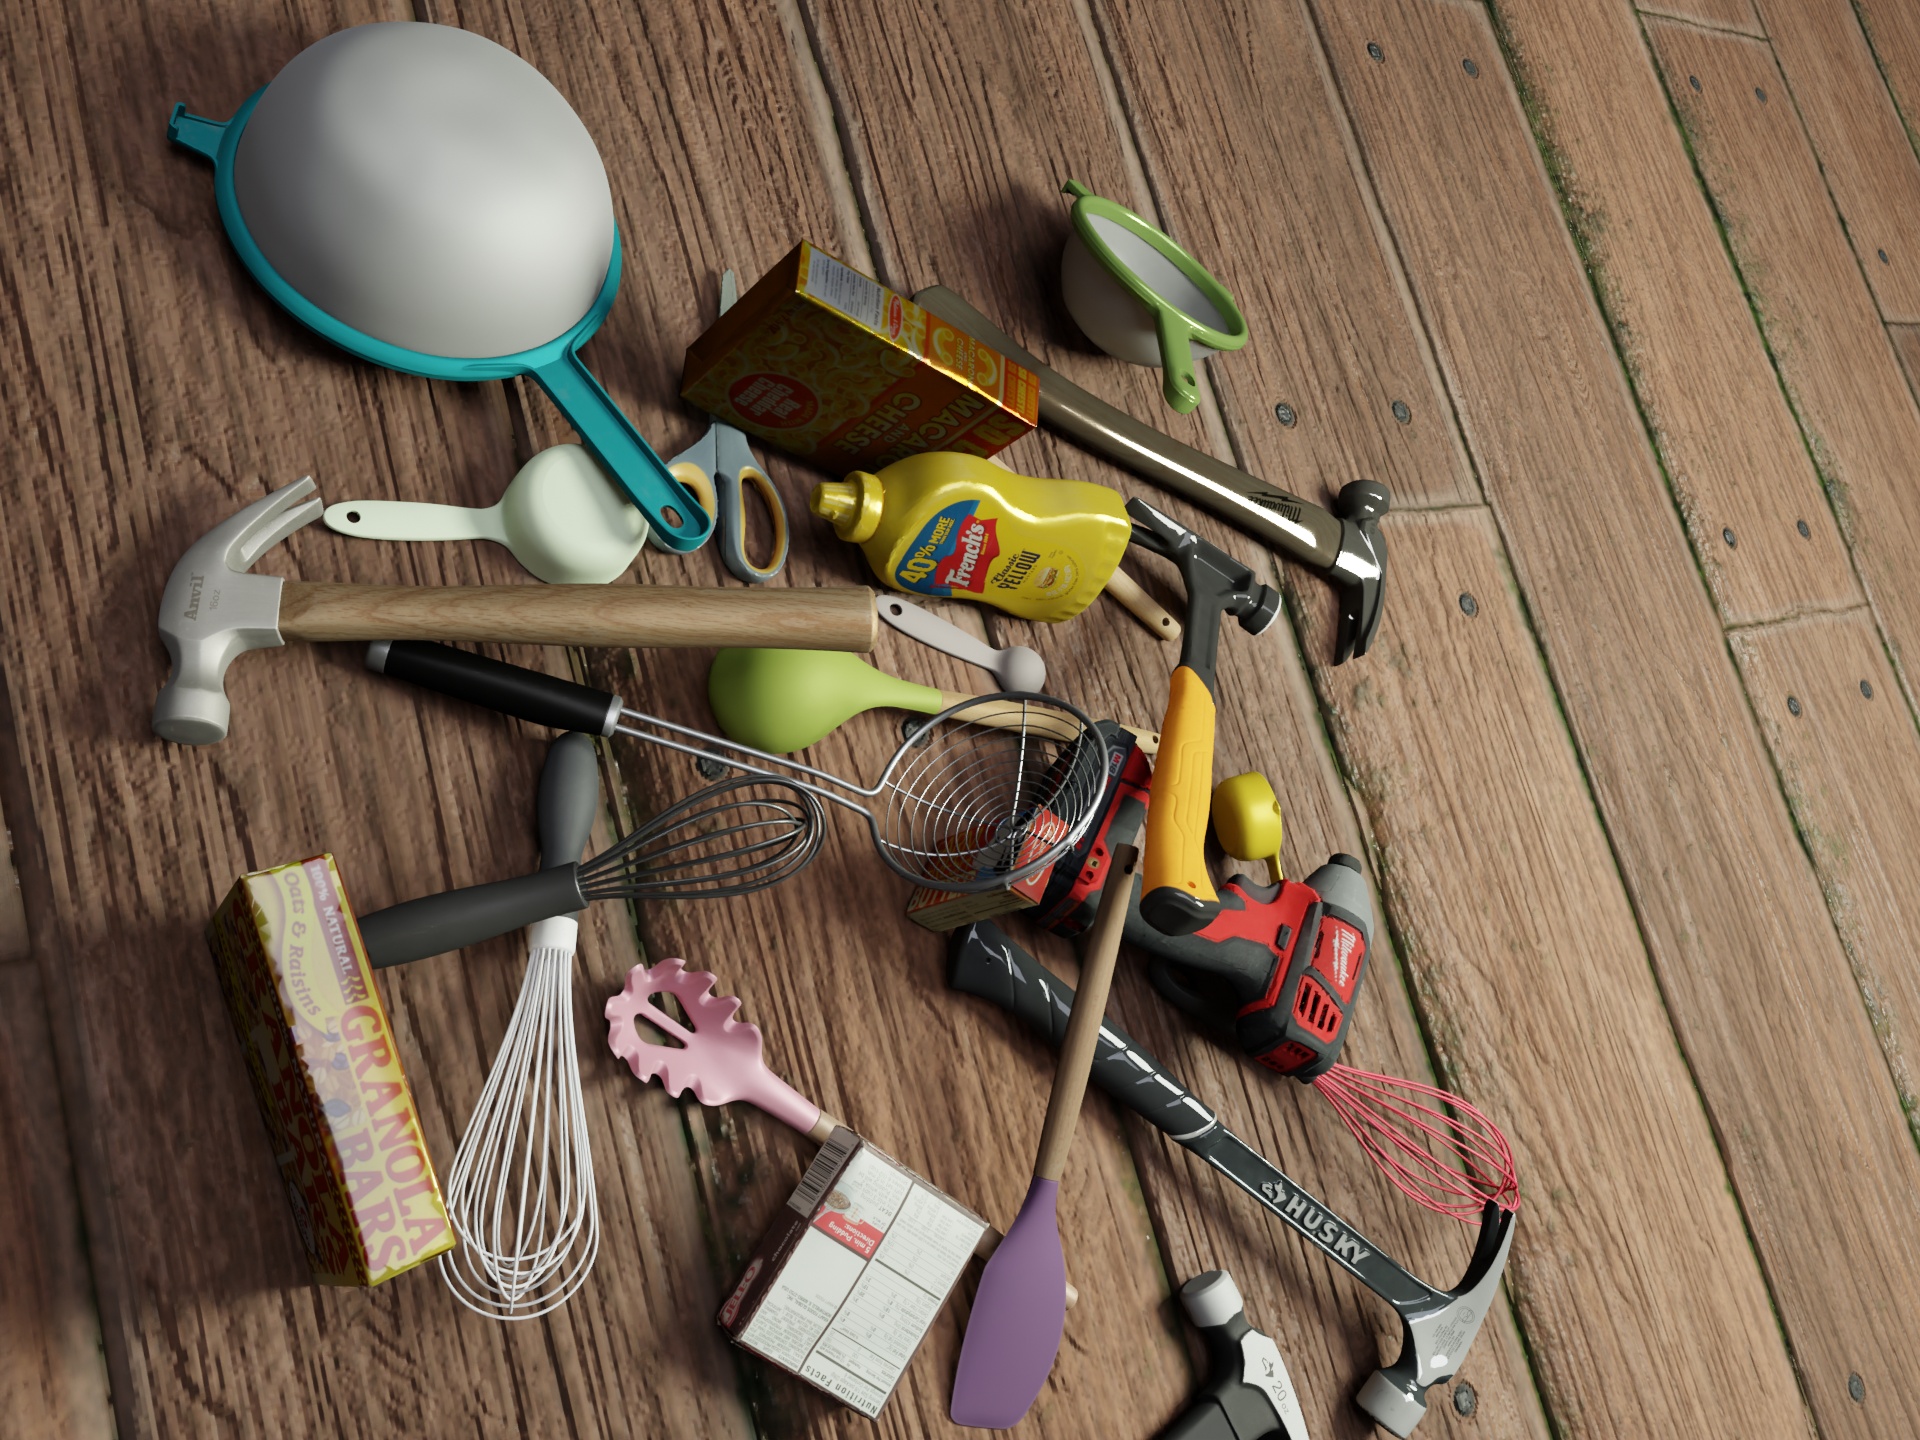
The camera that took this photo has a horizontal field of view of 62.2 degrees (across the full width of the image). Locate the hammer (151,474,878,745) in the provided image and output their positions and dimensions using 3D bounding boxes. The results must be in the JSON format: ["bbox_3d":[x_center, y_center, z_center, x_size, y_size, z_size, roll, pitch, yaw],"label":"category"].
[{"bbox_3d":[-0.206,-0.053,0.769,0.331,0.031,0.130,0,64,-12],"label":"hammer"}]

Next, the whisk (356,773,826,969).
[{"bbox_3d":[-0.179,0.075,0.739,0.239,0.055,0.055,-16,80,-3],"label":"whisk"}]

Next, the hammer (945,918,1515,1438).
[{"bbox_3d":[0.154,0.245,0.929,0.409,0.036,0.149,40,83,-9],"label":"hammer"}]

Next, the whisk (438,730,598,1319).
[{"bbox_3d":[-0.197,0.135,0.760,0.070,0.070,0.285,14,61,-28],"label":"whisk"}]

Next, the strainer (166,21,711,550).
[{"bbox_3d":[-0.229,-0.240,0.822,0.211,0.095,0.340,-36,84,-37],"label":"strainer"}]

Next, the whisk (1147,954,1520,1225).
[{"bbox_3d":[0.237,0.228,1.000,0.295,0.073,0.073,34,58,-10],"label":"whisk"}]

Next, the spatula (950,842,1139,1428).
[{"bbox_3d":[0.054,0.221,0.855,0.059,0.018,0.316,17,83,-26],"label":"spatula"}]

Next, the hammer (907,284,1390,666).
[{"bbox_3d":[0.133,-0.175,1.093,0.410,0.038,0.146,23,63,-23],"label":"hammer"}]

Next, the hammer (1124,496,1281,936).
[{"bbox_3d":[0.130,-0.007,0.937,0.127,0.034,0.337,31,38,-13],"label":"hammer"}]

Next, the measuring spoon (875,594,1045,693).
[{"bbox_3d":[0.002,-0.049,0.973,0.124,0.018,0.034,25,61,-22],"label":"measuring spoon"}]

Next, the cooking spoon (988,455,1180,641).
[{"bbox_3d":[0.028,-0.155,1.022,0.318,0.017,0.069,40,77,-17],"label":"cooking spoon"}]

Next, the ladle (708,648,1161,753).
[{"bbox_3d":[-0.002,-0.003,0.948,0.320,0.062,0.078,10,64,-37],"label":"ladle"}]

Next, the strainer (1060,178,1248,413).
[{"bbox_3d":[0.120,-0.254,1.055,0.151,0.069,0.257,29,34,-21],"label":"strainer"}]

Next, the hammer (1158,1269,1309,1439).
[{"bbox_3d":[0.060,0.437,0.822,0.335,0.035,0.146,-24,86,-36],"label":"hammer"}]

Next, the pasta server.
[{"bbox_3d":[-0.054,0.224,0.826,0.316,0.040,0.060,39,72,-16],"label":"pasta server"}]

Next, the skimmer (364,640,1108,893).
[{"bbox_3d":[-0.110,-0.002,0.792,0.363,0.090,0.127,17,49,-10],"label":"skimmer"}]

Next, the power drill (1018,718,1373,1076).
[{"bbox_3d":[0.144,0.100,0.943,0.219,0.078,0.143,31,58,-5],"label":"power drill"}]

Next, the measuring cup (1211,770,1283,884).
[{"bbox_3d":[0.191,0.111,1.015,0.029,0.062,0.156,-8,80,-11],"label":"measuring cup"}]

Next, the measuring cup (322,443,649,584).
[{"bbox_3d":[-0.241,-0.110,0.828,0.167,0.038,0.083,-4,75,-35],"label":"measuring cup"}]
